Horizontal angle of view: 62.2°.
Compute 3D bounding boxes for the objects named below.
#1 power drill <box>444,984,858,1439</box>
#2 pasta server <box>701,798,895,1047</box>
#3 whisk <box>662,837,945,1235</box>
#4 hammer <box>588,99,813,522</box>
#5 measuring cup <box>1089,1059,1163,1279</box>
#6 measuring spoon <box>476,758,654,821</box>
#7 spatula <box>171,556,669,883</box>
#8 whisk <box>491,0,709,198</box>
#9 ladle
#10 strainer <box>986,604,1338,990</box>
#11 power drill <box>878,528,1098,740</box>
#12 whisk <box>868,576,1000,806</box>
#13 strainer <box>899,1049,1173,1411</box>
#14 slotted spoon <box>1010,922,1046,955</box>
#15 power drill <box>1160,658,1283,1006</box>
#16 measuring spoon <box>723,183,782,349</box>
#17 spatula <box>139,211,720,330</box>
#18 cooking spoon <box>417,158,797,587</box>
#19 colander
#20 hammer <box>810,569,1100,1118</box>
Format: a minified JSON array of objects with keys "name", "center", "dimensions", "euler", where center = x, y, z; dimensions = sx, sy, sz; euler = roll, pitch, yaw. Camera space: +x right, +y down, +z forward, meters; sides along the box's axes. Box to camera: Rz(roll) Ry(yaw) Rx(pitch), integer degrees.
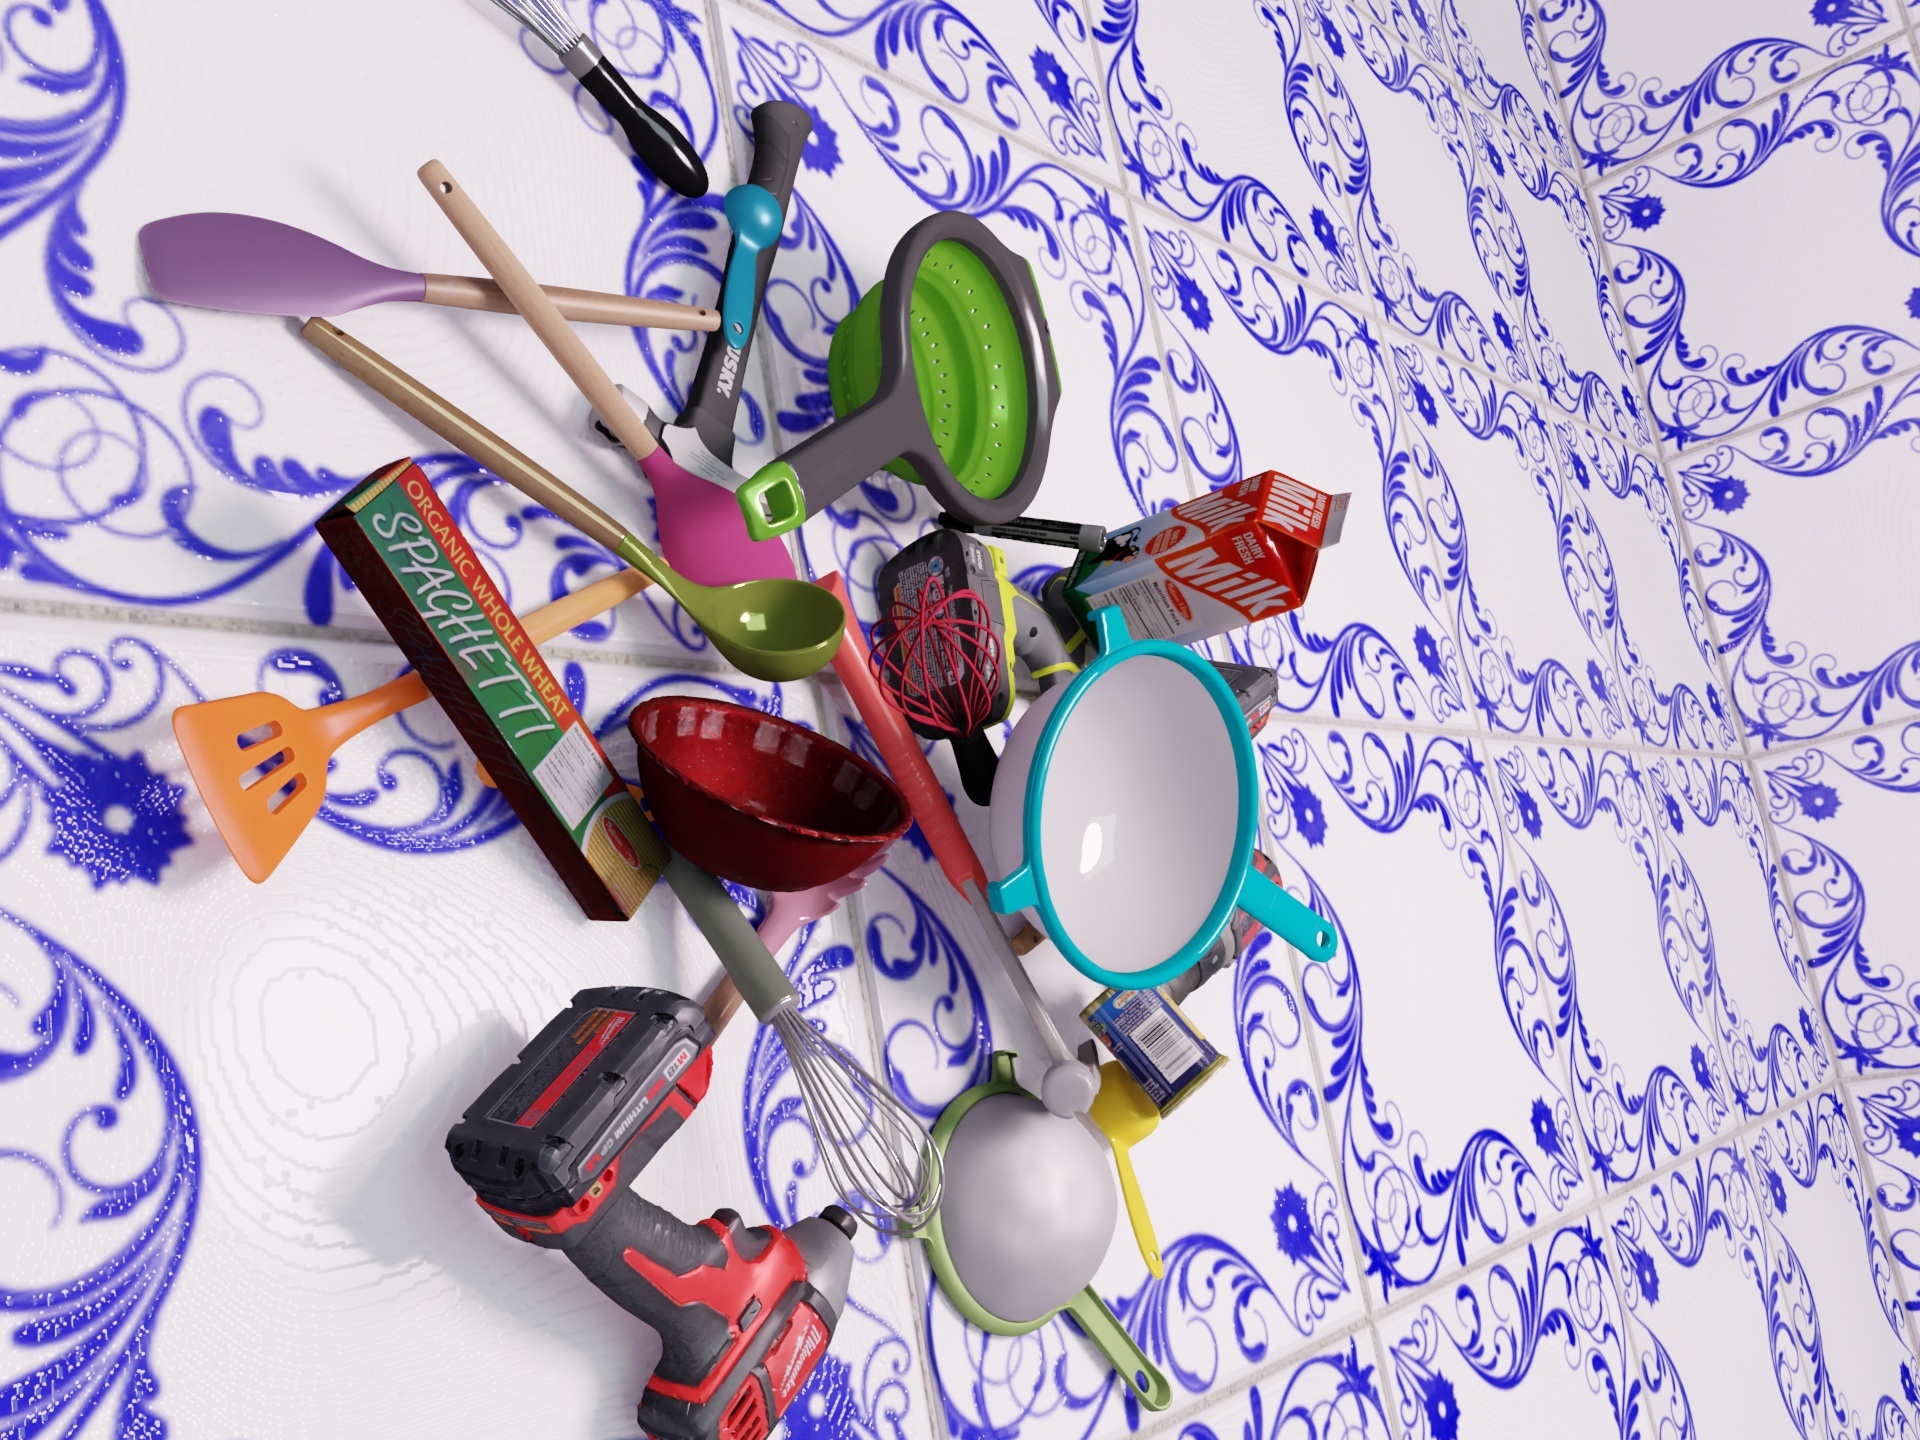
[{"name":"power drill","center":[-0.129,0.237,0.755],"dimensions":[0.143,0.078,0.219],"euler":[-49,123,-39]},{"name":"pasta server","center":[-0.124,0.146,0.853],"dimensions":[0.060,0.040,0.316],"euler":[34,46,1]},{"name":"whisk","center":[-0.089,0.157,0.821],"dimensions":[0.246,0.059,0.057],"euler":[52,16,20]},{"name":"hammer","center":[-0.135,-0.275,1.021],"dimensions":[0.146,0.035,0.335],"euler":[33,51,-36]},{"name":"measuring cup","center":[0.118,0.287,1.032],"dimensions":[0.062,0.029,0.157],"euler":[37,25,-34]},{"name":"measuring spoon","center":[-0.199,0.035,0.832],"dimensions":[0.116,0.011,0.021],"euler":[20,60,-44]},{"name":"spatula","center":[-0.244,-0.026,0.784],"dimensions":[0.322,0.041,0.081],"euler":[-39,114,-51]},{"name":"whisk","center":[-0.247,-0.419,0.939],"dimensions":[0.284,0.070,0.070],"euler":[43,46,-36]},{"name":"ladle","center":[-0.196,-0.119,0.846],"dimensions":[0.320,0.062,0.078],"euler":[35,28,-24]},{"name":"strainer","center":[0.126,0.083,1.025],"dimensions":[0.340,0.095,0.211],"euler":[35,69,-40]},{"name":"power drill","center":[0.050,-0.039,1.105],"dimensions":[0.223,0.080,0.171],"euler":[11,65,-50]},{"name":"whisk","center":[-0.001,-0.003,0.931],"dimensions":[0.295,0.073,0.073],"euler":[69,18,-68]},{"name":"strainer","center":[0.078,0.334,0.980],"dimensions":[0.256,0.069,0.151],"euler":[55,41,-15]},{"name":"slotted spoon","center":[0.124,0.094,1.171],"dimensions":[0.314,0.031,0.070],"euler":[-33,107,-48]},{"name":"power drill","center":[0.167,0.087,1.144],"dimensions":[0.188,0.080,0.226],"euler":[-36,126,-46]},{"name":"measuring spoon","center":[-0.129,-0.284,0.987],"dimensions":[0.042,0.021,0.129],"euler":[27,54,-38]},{"name":"spatula","center":[-0.262,-0.228,0.842],"dimensions":[0.315,0.018,0.060],"euler":[-5,68,-42]},{"name":"cooking spoon","center":[-0.189,-0.168,0.881],"dimensions":[0.069,0.017,0.318],"euler":[-44,120,-13]},{"name":"colander","center":[-0.058,-0.192,1.001],"dimensions":[0.397,0.094,0.204],"euler":[-47,126,-52]},{"name":"hammer","center":[-0.008,0.073,0.994],"dimensions":[0.359,0.036,0.149],"euler":[62,4,2]}]
